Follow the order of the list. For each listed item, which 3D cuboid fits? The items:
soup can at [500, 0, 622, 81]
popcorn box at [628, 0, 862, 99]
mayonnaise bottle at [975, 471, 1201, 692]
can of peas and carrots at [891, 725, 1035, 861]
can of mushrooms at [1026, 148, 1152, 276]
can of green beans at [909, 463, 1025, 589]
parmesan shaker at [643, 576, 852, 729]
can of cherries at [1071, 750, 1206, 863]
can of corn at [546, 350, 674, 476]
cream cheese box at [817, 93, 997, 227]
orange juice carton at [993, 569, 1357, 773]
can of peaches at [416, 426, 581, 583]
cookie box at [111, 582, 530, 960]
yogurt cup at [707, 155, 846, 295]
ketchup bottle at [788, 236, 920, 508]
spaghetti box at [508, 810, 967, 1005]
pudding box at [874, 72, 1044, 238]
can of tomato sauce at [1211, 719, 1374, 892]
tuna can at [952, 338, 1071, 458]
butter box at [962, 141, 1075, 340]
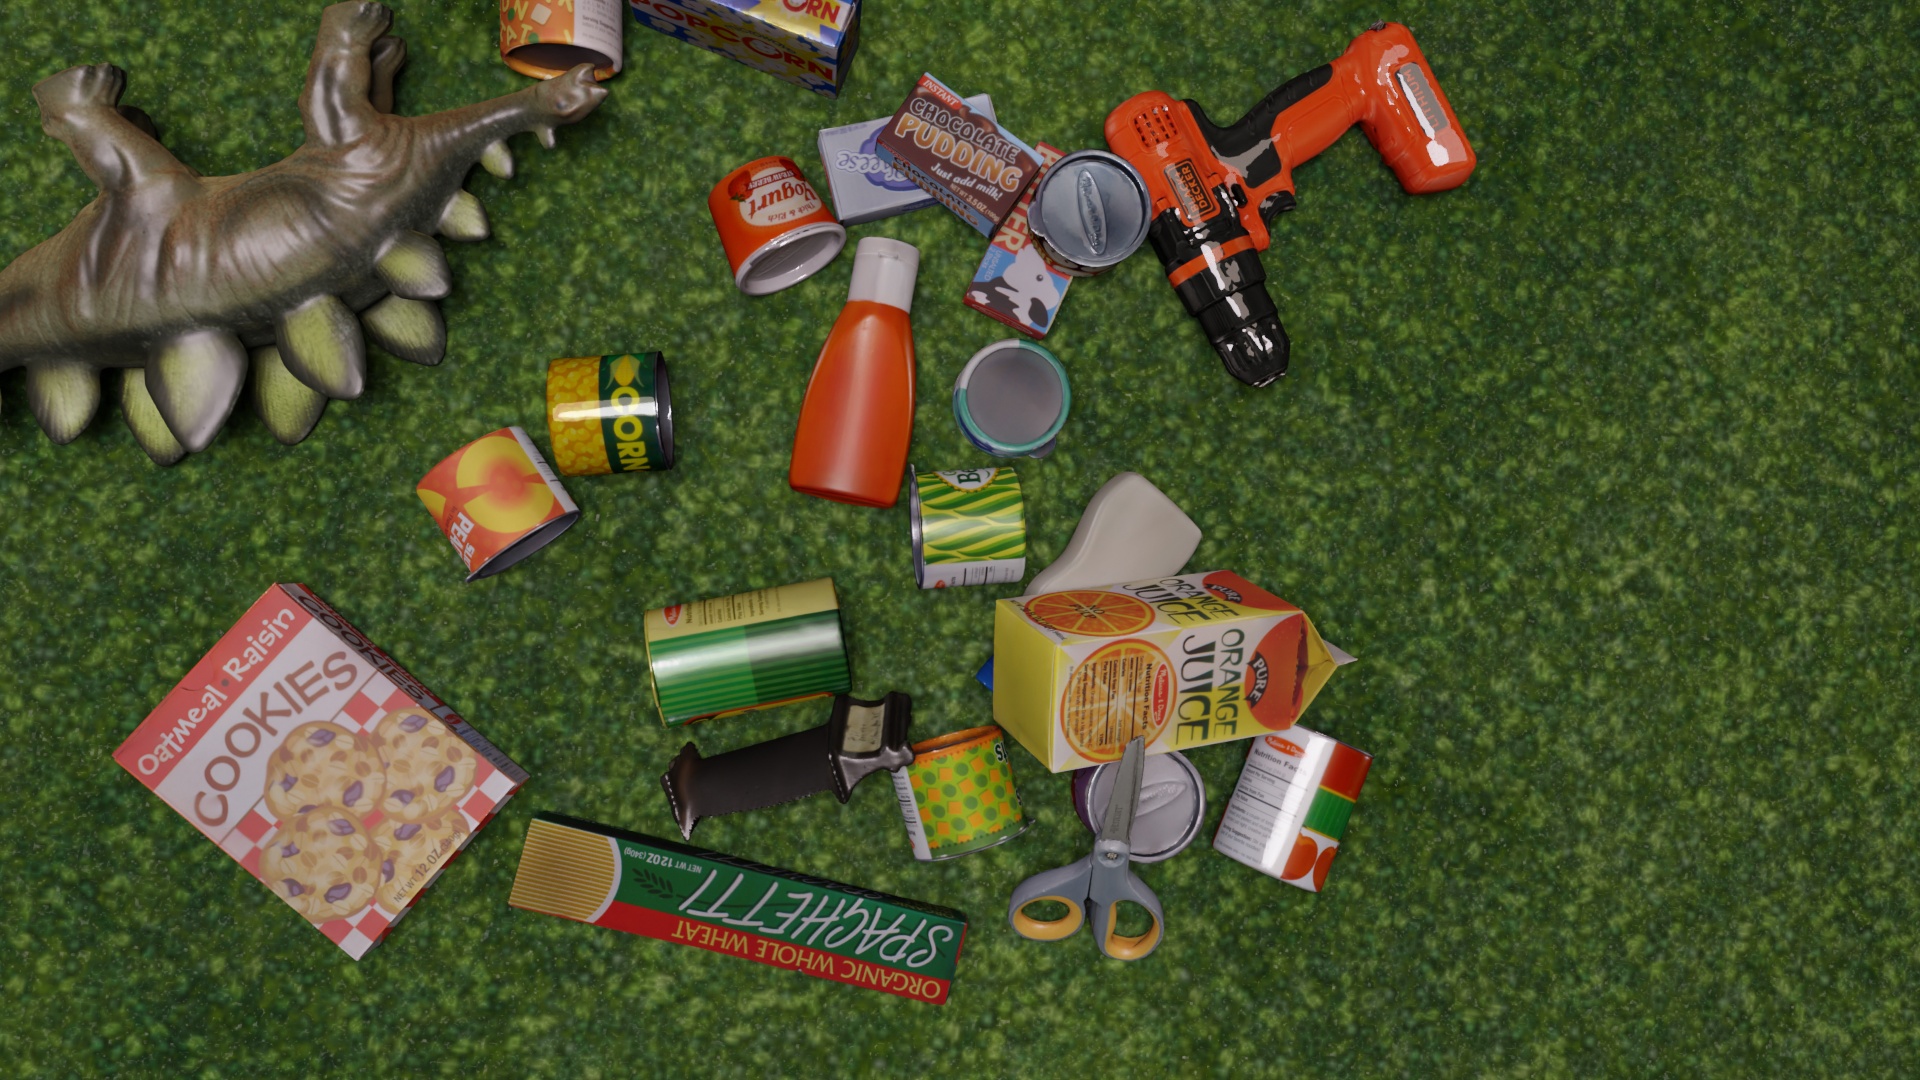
[{"bbox_3d":[-0.223,-0.305,0.769,0.071,0.071,0.083,0,88,-6],"label":"soup can"},{"bbox_3d":[-0.120,-0.296,0.768,0.127,0.085,0.038,20,87,-5],"label":"popcorn box"},{"bbox_3d":[0.069,0.033,0.794,0.064,0.041,0.148,42,85,-11],"label":"mayonnaise bottle"},{"bbox_3d":[0.001,0.138,0.769,0.071,0.071,0.058,-16,89,-6],"label":"can of peas and carrots"},{"bbox_3d":[0.069,-0.184,0.783,0.071,0.033,0.071,0,89,-8],"label":"can of mushrooms"},{"bbox_3d":[0.003,-0.007,0.776,0.058,0.071,0.071,-4,88,-7],"label":"can of green beans"},{"bbox_3d":[-0.115,0.062,0.758,0.103,0.071,0.071,-10,89,-7],"label":"parmesan shaker"},{"bbox_3d":[0.099,0.141,0.783,0.071,0.058,0.071,0,88,-5],"label":"can of cherries"},{"bbox_3d":[-0.190,-0.068,0.757,0.058,0.071,0.071,-5,88,-5],"label":"can of corn"},{"bbox_3d":[-0.027,-0.220,0.805,0.104,0.024,0.053,-15,90,-6],"label":"cream cheese box"},{"bbox_3d":[0.119,0.065,0.759,0.193,0.072,0.072,-6,109,-24],"label":"orange juice carton"},{"bbox_3d":[-0.251,-0.019,0.749,0.071,0.071,0.058,-34,91,-6],"label":"can of peaches"},{"bbox_3d":[-0.341,0.121,0.747,0.167,0.040,0.123,41,84,-3],"label":"cookie box"},{"bbox_3d":[-0.105,-0.177,0.776,0.072,0.072,0.054,-27,83,-6],"label":"yogurt cup"},{"bbox_3d":[-0.053,-0.095,0.786,0.065,0.043,0.149,11,86,-6],"label":"ketchup bottle"},{"bbox_3d":[-0.120,0.204,0.772,0.250,0.028,0.050,15,87,-5],"label":"spaghetti box"},{"bbox_3d":[0.000,-0.215,0.779,0.084,0.030,0.050,36,84,-3],"label":"pudding box"},{"bbox_3d":[0.189,0.149,0.789,0.071,0.071,0.083,23,86,-4],"label":"can of tomato sauce"},{"bbox_3d":[0.031,-0.080,0.800,0.071,0.033,0.071,0,87,-6],"label":"tuna can"},{"bbox_3d":[0.046,-0.174,0.810,0.053,0.024,0.103,25,85,-5],"label":"butter box"}]
